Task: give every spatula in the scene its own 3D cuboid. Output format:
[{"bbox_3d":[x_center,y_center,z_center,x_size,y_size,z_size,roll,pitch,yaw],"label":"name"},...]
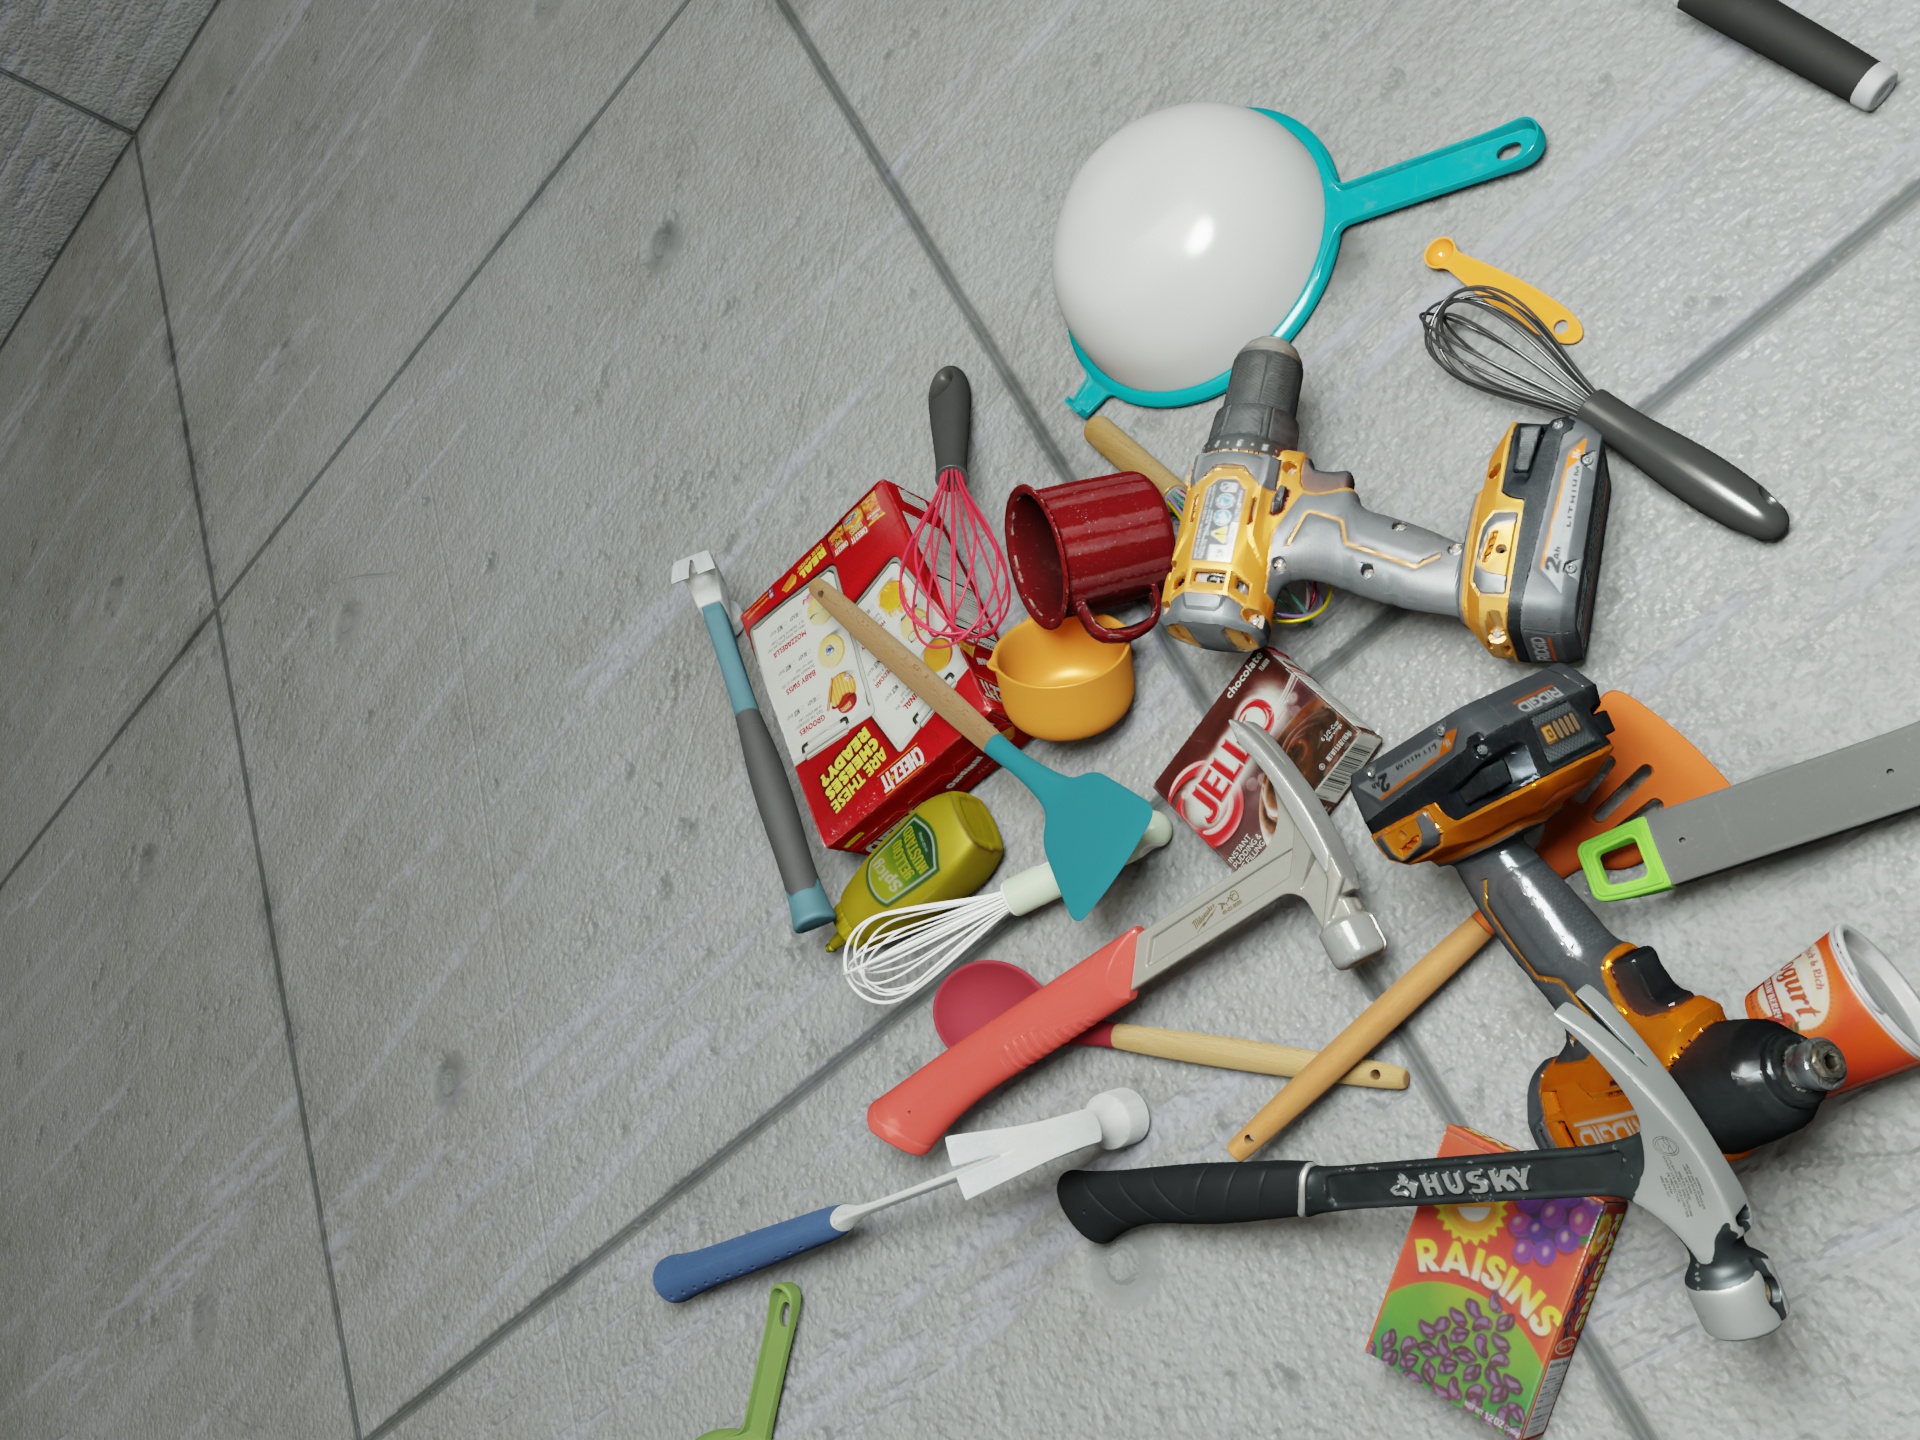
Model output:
[{"bbox_3d":[0.253,0.123,0.830,0.322,0.041,0.081,-47,71,14],"label":"spatula"},{"bbox_3d":[-0.002,-0.003,0.999,0.318,0.044,0.082,41,108,30],"label":"spatula"}]

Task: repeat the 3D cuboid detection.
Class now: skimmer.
[{"bbox_3d":[0.371,-0.432,0.910,0.127,0.090,0.364,-50,62,14],"label":"skimmer"}]

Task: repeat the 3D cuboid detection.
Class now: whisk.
[{"bbox_3d":[-0.005,-0.153,1.086,0.073,0.073,0.296,-34,38,28],"label":"whisk"},{"bbox_3d":[0.026,0.116,1.017,0.246,0.057,0.059,-28,72,19],"label":"whisk"},{"bbox_3d":[0.151,-0.131,1.003,0.047,0.051,0.245,-50,47,12],"label":"whisk"},{"bbox_3d":[0.340,-0.166,0.852,0.055,0.055,0.239,-53,56,15],"label":"whisk"}]

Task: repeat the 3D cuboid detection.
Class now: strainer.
[{"bbox_3d":[-0.161,0.504,1.060,0.151,0.069,0.256,10,86,41],"label":"strainer"},{"bbox_3d":[0.181,-0.325,0.994,0.340,0.095,0.211,-8,73,40],"label":"strainer"}]

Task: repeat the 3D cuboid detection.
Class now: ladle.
[{"bbox_3d":[0.115,0.190,0.948,0.315,0.031,0.069,1,82,38],"label":"ladle"}]

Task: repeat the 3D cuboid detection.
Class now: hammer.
[{"bbox_3d":[0.187,0.231,0.799,0.409,0.036,0.149,-24,88,50],"label":"hammer"},{"bbox_3d":[-0.149,0.010,1.153,0.033,0.128,0.331,-21,58,-2],"label":"hammer"},{"bbox_3d":[-0.072,0.316,1.017,0.405,0.144,0.035,-32,69,37],"label":"hammer"},{"bbox_3d":[0.072,0.153,0.945,0.359,0.036,0.149,-38,65,28],"label":"hammer"}]

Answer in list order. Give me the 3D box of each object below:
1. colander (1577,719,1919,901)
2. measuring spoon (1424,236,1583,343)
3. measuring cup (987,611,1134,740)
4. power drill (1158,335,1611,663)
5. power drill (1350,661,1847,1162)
[{"bbox_3d":[0.446,-0.005,0.658,0.397,0.094,0.205,-25,66,28],"label":"colander"},{"bbox_3d":[0.314,-0.247,0.919,0.021,0.011,0.117,-54,54,16],"label":"measuring spoon"},{"bbox_3d":[0.060,-0.048,1.047,0.095,0.052,0.174,-14,32,-2],"label":"measuring cup"},{"bbox_3d":[0.232,-0.124,0.874,0.226,0.084,0.185,7,76,28],"label":"power drill"},{"bbox_3d":[0.288,0.094,0.721,0.226,0.084,0.164,64,155,11],"label":"power drill"}]
